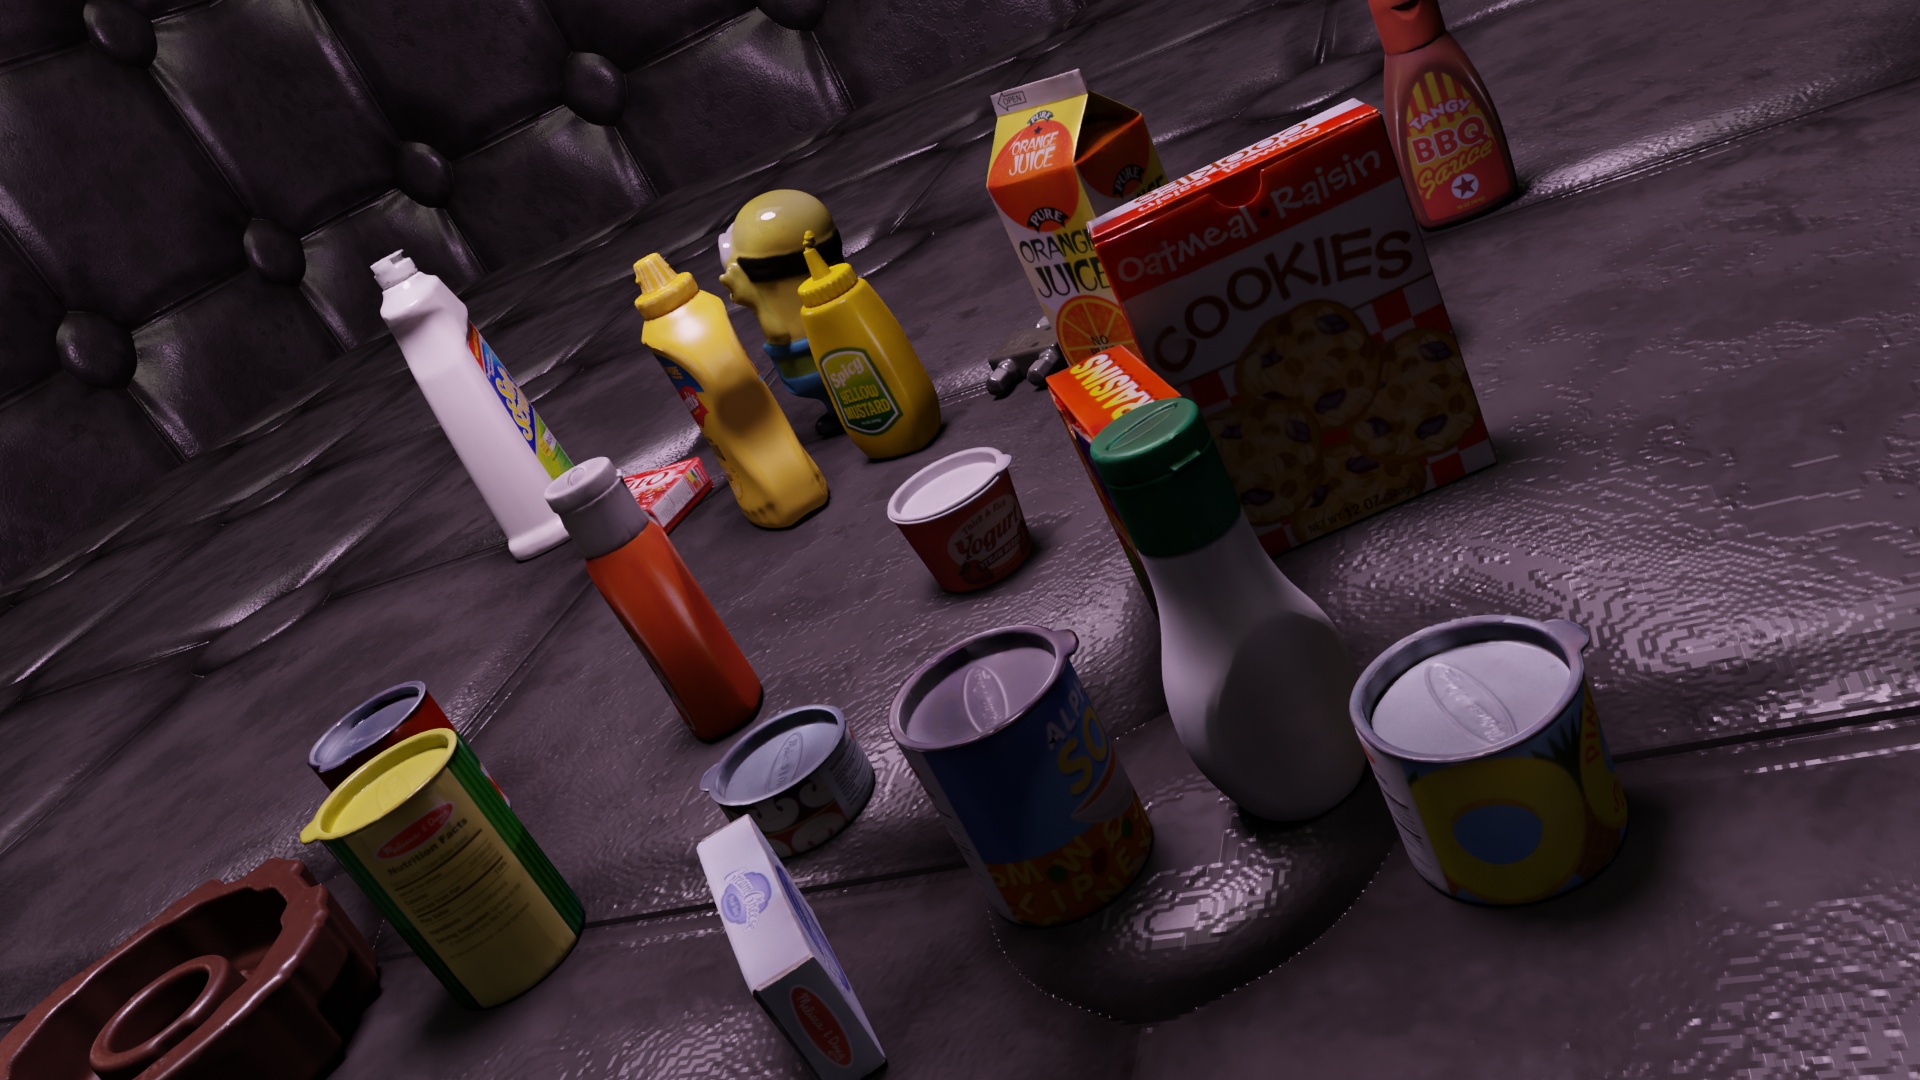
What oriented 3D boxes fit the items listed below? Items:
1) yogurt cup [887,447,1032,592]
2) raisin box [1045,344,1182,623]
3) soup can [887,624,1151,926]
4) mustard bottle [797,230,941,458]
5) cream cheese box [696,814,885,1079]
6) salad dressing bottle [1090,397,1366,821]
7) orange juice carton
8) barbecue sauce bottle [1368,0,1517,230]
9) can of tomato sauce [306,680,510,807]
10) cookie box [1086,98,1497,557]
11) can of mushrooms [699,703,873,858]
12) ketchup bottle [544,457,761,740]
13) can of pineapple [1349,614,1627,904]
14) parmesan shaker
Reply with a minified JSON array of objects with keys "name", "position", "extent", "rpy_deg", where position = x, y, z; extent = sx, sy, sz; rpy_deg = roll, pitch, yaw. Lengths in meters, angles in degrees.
[{"name":"yogurt cup","position":[0.003,-0.009,0.731],"extent":[0.072,0.053,0.073],"rpy_deg":[-23,24,11]},{"name":"raisin box","position":[0.083,-0.010,0.561],"extent":[0.040,0.123,0.086],"rpy_deg":[-27,23,2]},{"name":"soup can","position":[0.025,0.081,0.486],"extent":[0.071,0.083,0.071],"rpy_deg":[-23,24,11]},{"name":"mustard bottle","position":[-0.070,-0.131,0.925],"extent":[0.065,0.159,0.049],"rpy_deg":[-12,28,33]},{"name":"cream cheese box","position":[-0.062,0.143,0.489],"extent":[0.024,0.053,0.104],"rpy_deg":[-32,24,-10]},{"name":"salad dressing bottle","position":[0.088,0.024,0.455],"extent":[0.064,0.147,0.044],"rpy_deg":[-34,24,-14]},{"name":"orange juice carton","position":[0.083,-0.185,0.832],"extent":[0.071,0.192,0.073],"rpy_deg":[0,36,48]},{"name":"barbecue sauce bottle","position":[0.286,-0.267,0.840],"extent":[0.065,0.148,0.044],"rpy_deg":[-19,24,19]},{"name":"can of tomato sauce","position":[-0.285,0.127,0.721],"extent":[0.071,0.083,0.071],"rpy_deg":[-23,24,11]},{"name":"cookie box","position":[0.143,-0.084,0.594],"extent":[0.123,0.167,0.040],"rpy_deg":[-24,23,9]},{"name":"can of mushrooms","position":[-0.075,0.105,0.605],"extent":[0.071,0.033,0.071],"rpy_deg":[-23,24,11]},{"name":"ketchup bottle","position":[-0.154,0.028,0.702],"extent":[0.043,0.148,0.065],"rpy_deg":[-30,23,-6]},{"name":"can of pineapple","position":[0.158,0.064,0.412],"extent":[0.071,0.057,0.071],"rpy_deg":[-23,24,11]},{"name":"parmesan shaker","position":[-0.219,0.142,0.594],"extent":[0.071,0.102,0.071],"rpy_deg":[-23,24,11]}]
